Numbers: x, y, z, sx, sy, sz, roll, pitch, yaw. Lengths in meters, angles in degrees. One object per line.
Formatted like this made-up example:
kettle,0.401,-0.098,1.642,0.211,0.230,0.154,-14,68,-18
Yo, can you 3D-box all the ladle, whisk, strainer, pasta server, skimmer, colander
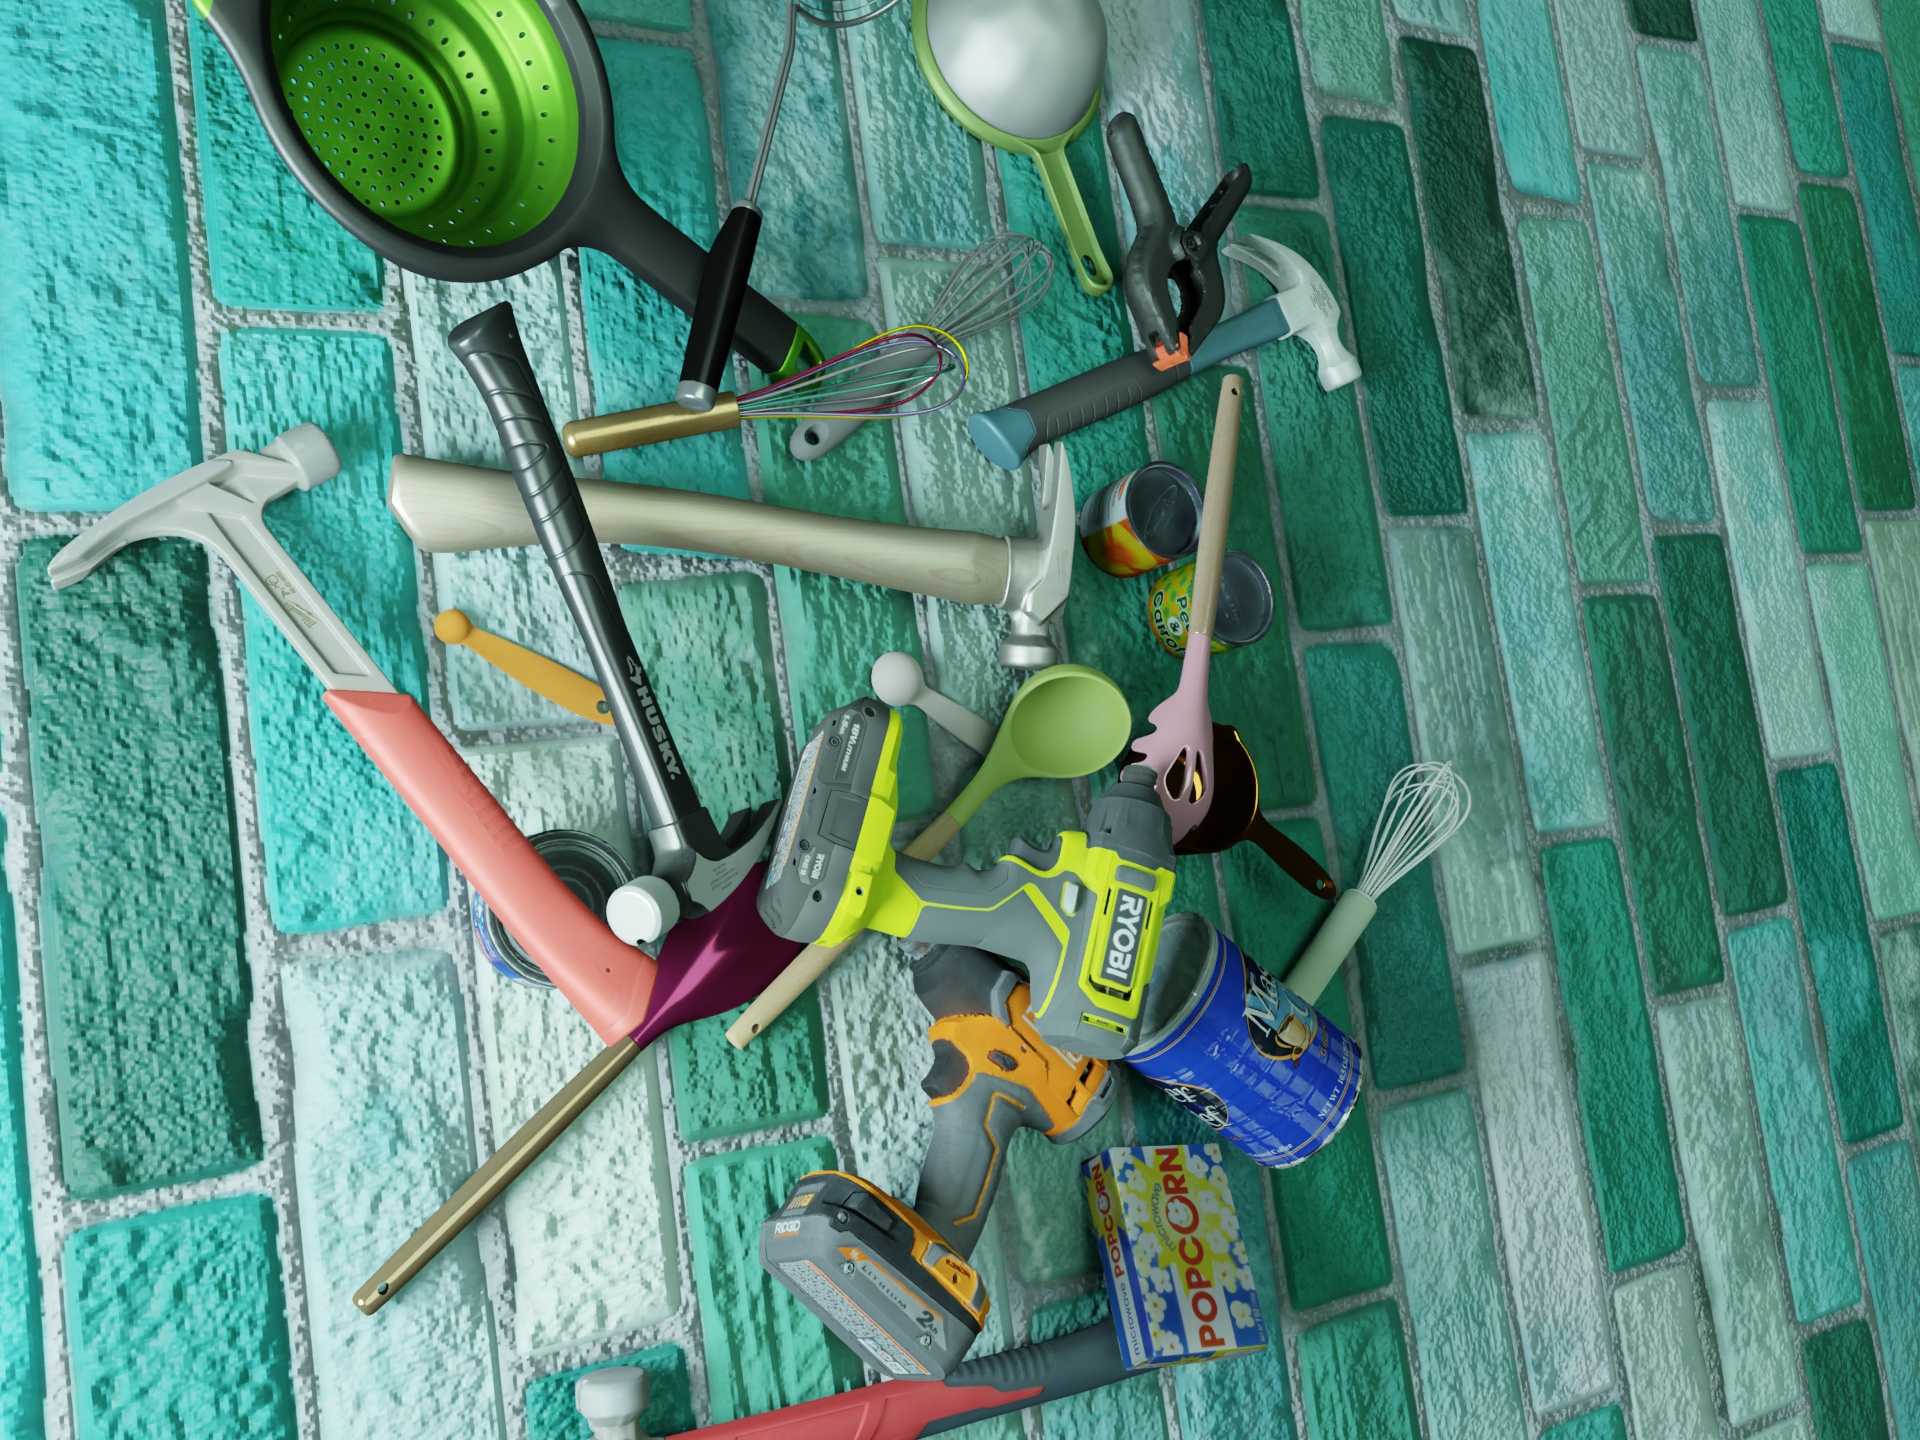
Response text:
ladle,-0.016,0.080,0.949,0.320,0.062,0.078,-44,122,-23
whisk,-0.112,-0.191,0.936,0.245,0.051,0.047,-14,122,-14
strainer,0.064,-0.418,1.075,0.151,0.069,0.256,-20,89,-29
pasta server,0.154,-0.077,1.024,0.060,0.040,0.316,15,74,-18
skimmer,-0.082,-0.346,0.921,0.090,0.127,0.363,10,79,12
colander,-0.241,-0.293,0.892,0.396,0.094,0.205,33,66,-39
whisk,-0.022,-0.239,1.015,0.239,0.055,0.055,-45,103,-22
whisk,0.285,0.121,1.118,0.058,0.059,0.246,32,67,20

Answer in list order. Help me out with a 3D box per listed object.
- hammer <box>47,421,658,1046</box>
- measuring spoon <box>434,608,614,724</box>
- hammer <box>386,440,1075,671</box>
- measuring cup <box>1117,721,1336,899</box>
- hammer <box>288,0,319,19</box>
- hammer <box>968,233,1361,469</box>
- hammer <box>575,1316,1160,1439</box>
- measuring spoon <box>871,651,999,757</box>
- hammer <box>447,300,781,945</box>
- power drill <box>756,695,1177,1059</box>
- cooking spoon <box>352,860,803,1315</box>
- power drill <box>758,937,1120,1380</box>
hammer,-0.285,0.022,0.804,0.149,0.036,0.359,-39,91,-28
measuring spoon,-0.236,-0.029,0.881,0.116,0.011,0.021,31,69,-20
hammer,-0.118,-0.120,0.935,0.410,0.038,0.146,5,91,-25
measuring cup,0.178,0.070,1.063,0.173,0.052,0.095,38,66,-19
hammer,-0.479,-0.494,0.819,0.336,0.034,0.127,42,64,-16
hammer,0.143,-0.246,1.109,0.331,0.033,0.128,-28,96,-29
hammer,-0.022,0.406,0.905,0.386,0.038,0.143,-2,84,-28
measuring spoon,-0.002,-0.003,0.998,0.124,0.018,0.034,34,67,-20
hammer,-0.190,-0.059,0.842,0.146,0.035,0.334,-33,104,-65
power drill,0.012,0.078,0.900,0.223,0.080,0.171,20,68,-14
cooking spoon,-0.196,0.192,0.860,0.319,0.017,0.068,-44,102,-28
power drill,-0.015,0.232,0.903,0.164,0.084,0.226,47,51,-13
